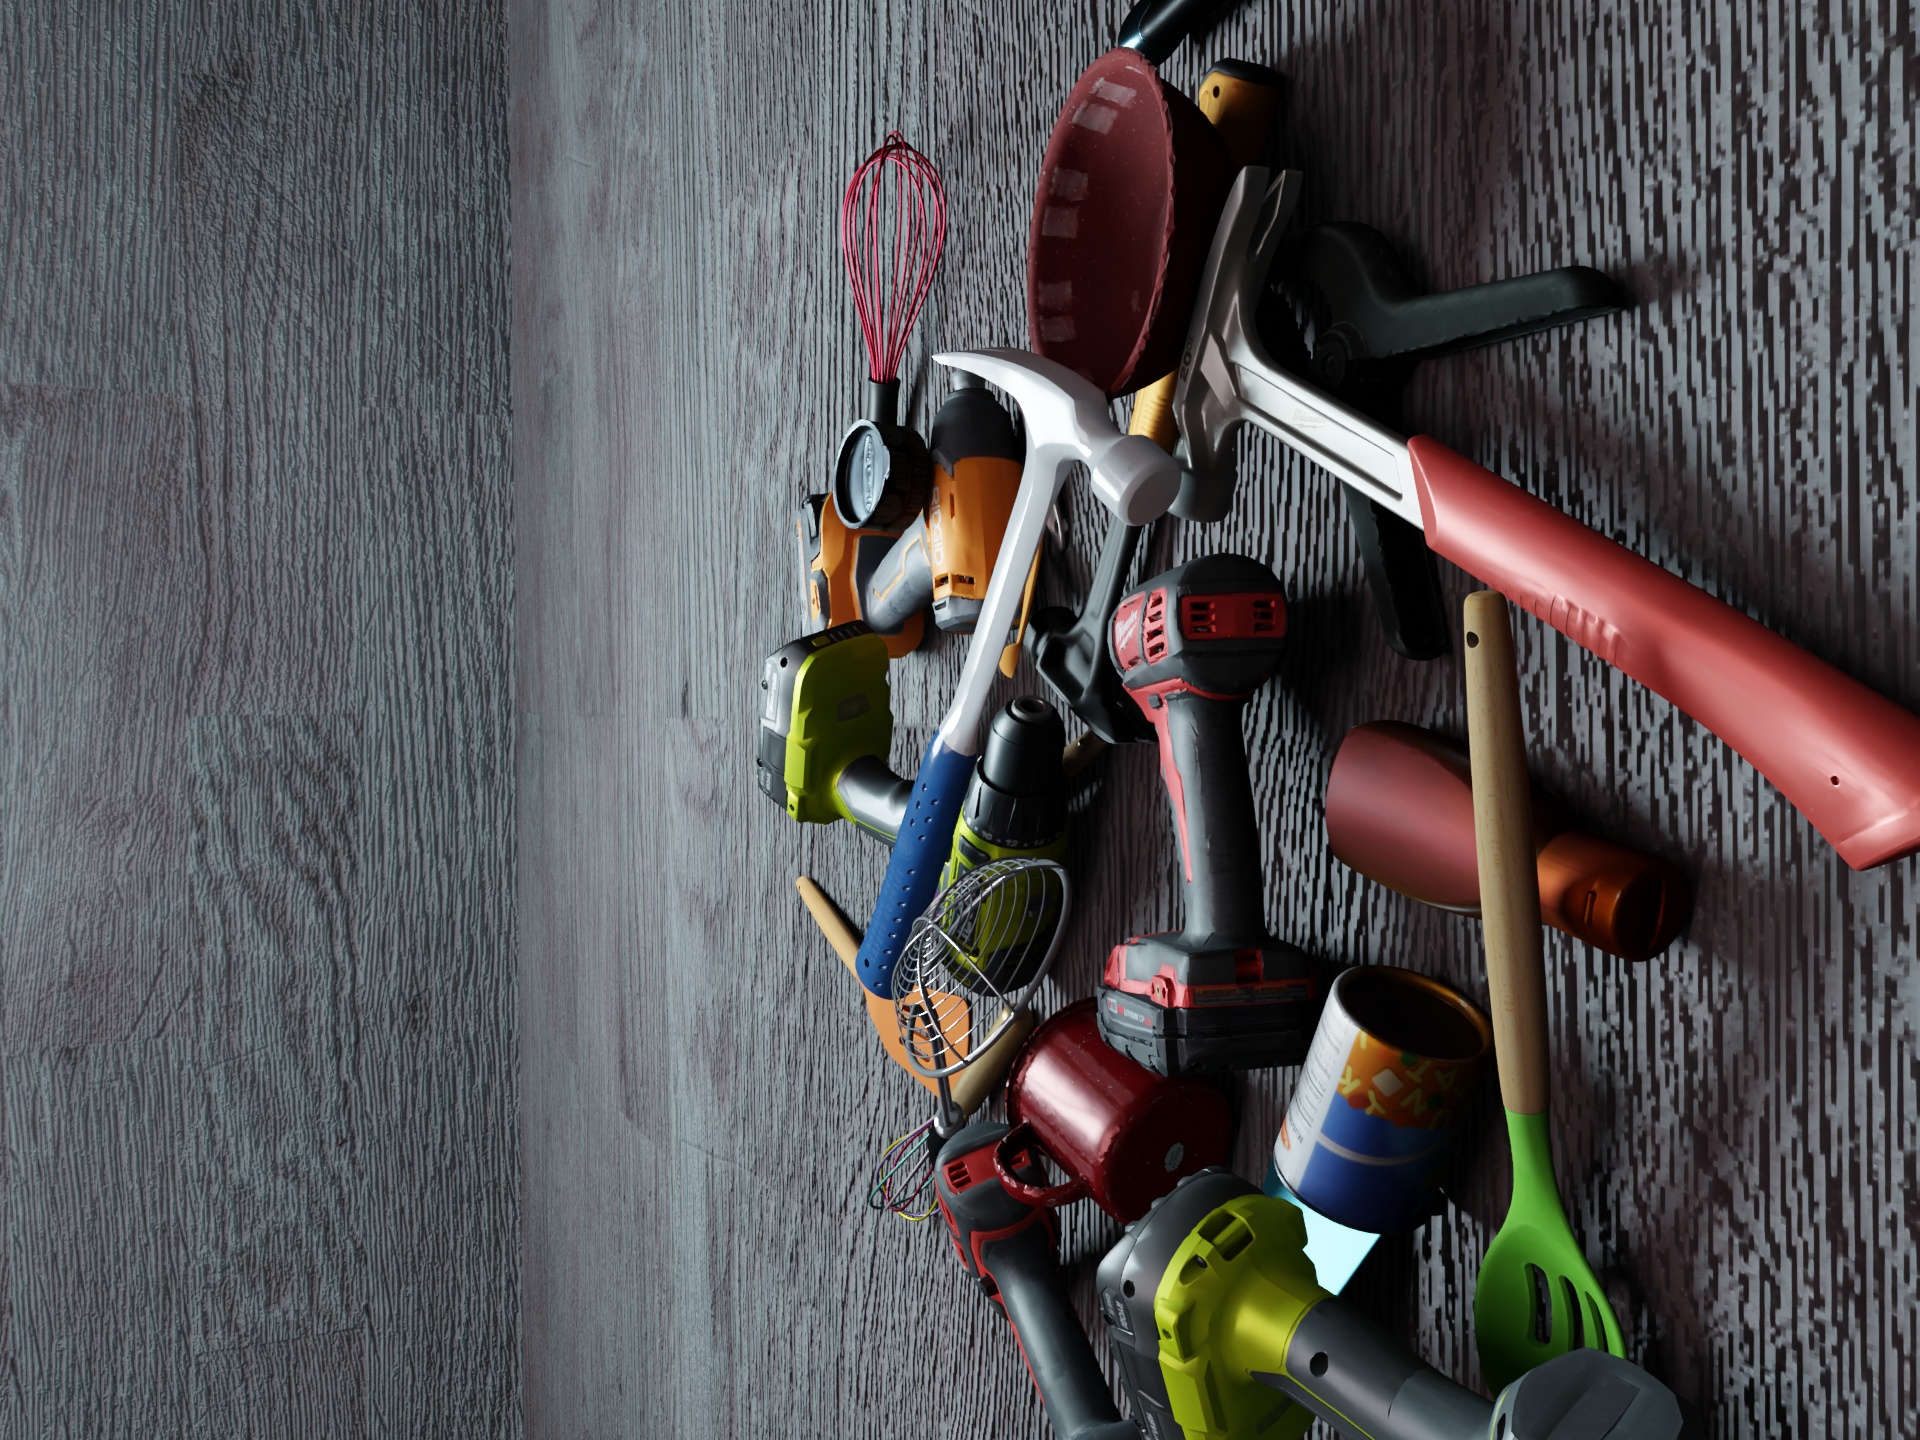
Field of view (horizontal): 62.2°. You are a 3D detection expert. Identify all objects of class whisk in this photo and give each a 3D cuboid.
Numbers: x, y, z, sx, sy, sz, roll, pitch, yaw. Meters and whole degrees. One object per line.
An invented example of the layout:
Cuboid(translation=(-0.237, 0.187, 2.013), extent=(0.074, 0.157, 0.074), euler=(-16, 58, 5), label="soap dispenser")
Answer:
Cuboid(translation=(-0.008, 0.260, 1.047), extent=(0.047, 0.051, 0.244), euler=(-106, 31, -41), label="whisk")
Cuboid(translation=(-0.052, -0.258, 1.114), extent=(0.073, 0.073, 0.295), euler=(-128, 37, -53), label="whisk")

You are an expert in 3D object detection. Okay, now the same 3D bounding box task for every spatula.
Cuboid(translation=(-0.070, 0.182, 1.201), extent=(0.323, 0.041, 0.081), euler=(-141, 54, -64), label="spatula")
Cuboid(translation=(0.020, 0.067, 1.007), extent=(0.316, 0.018, 0.060), euler=(134, 131, -58), label="spatula")
Cuboid(translation=(0.152, 0.347, 0.728), extent=(0.082, 0.044, 0.317), euler=(-157, 64, -63), label="spatula")

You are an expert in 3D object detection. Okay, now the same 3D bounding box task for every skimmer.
Cuboid(translation=(0.017, 0.209, 0.912), extent=(0.362, 0.090, 0.127), euler=(85, -160, -49), label="skimmer")

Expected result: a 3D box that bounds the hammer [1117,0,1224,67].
Cuboid(translation=(0.150, -0.350, 0.655), extent=(0.128, 0.033, 0.331), euler=(-55, 15, -12), label="hammer")

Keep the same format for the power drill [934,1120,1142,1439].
Cuboid(translation=(0.053, 0.344, 0.842), extent=(0.187, 0.080, 0.227), euler=(78, 169, -48), label="power drill")

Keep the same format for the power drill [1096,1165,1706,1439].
Cuboid(translation=(0.161, 0.270, 0.578), extent=(0.223, 0.080, 0.171), euler=(16, 129, 50), label="power drill")

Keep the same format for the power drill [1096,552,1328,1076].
Cuboid(translation=(0.105, 0.041, 0.723), extent=(0.143, 0.078, 0.220), euler=(163, 104, -80), label="power drill")

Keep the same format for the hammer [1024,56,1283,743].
Cuboid(translation=(0.103, -0.153, 0.803), extent=(0.127, 0.034, 0.336), euler=(-126, 42, -52), label="hammer")

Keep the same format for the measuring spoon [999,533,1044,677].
Cuboid(translation=(0.035, -0.071, 0.912), extent=(0.021, 0.011, 0.117), euler=(109, 176, -51), label="measuring spoon")

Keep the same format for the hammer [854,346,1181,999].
Cuboid(translation=(-0.001, -0.003, 0.823), extent=(0.144, 0.035, 0.405), euler=(50, 139, 33), label="hammer")

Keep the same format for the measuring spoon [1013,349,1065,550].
Cuboid(translation=(0.052, -0.161, 0.943), extent=(0.034, 0.018, 0.124), euler=(144, 115, -71), label="measuring spoon")

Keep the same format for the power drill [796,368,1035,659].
Cuboid(translation=(-0.029, -0.126, 1.039), extent=(0.226, 0.084, 0.164), euler=(-14, 78, 60), label="power drill")

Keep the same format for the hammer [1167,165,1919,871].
Cuboid(translation=(0.192, -0.073, 0.556), extent=(0.359, 0.036, 0.149), euler=(47, 135, 46), label="hammer")

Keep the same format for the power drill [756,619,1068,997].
Cuboid(translation=(-0.024, 0.033, 0.957), extent=(0.229, 0.080, 0.190), euler=(36, 133, 36), label="power drill")

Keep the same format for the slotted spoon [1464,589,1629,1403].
Cuboid(translation=(0.196, 0.110, 0.549), extent=(0.070, 0.031, 0.313), euler=(15, 117, 62), label="slotted spoon")
